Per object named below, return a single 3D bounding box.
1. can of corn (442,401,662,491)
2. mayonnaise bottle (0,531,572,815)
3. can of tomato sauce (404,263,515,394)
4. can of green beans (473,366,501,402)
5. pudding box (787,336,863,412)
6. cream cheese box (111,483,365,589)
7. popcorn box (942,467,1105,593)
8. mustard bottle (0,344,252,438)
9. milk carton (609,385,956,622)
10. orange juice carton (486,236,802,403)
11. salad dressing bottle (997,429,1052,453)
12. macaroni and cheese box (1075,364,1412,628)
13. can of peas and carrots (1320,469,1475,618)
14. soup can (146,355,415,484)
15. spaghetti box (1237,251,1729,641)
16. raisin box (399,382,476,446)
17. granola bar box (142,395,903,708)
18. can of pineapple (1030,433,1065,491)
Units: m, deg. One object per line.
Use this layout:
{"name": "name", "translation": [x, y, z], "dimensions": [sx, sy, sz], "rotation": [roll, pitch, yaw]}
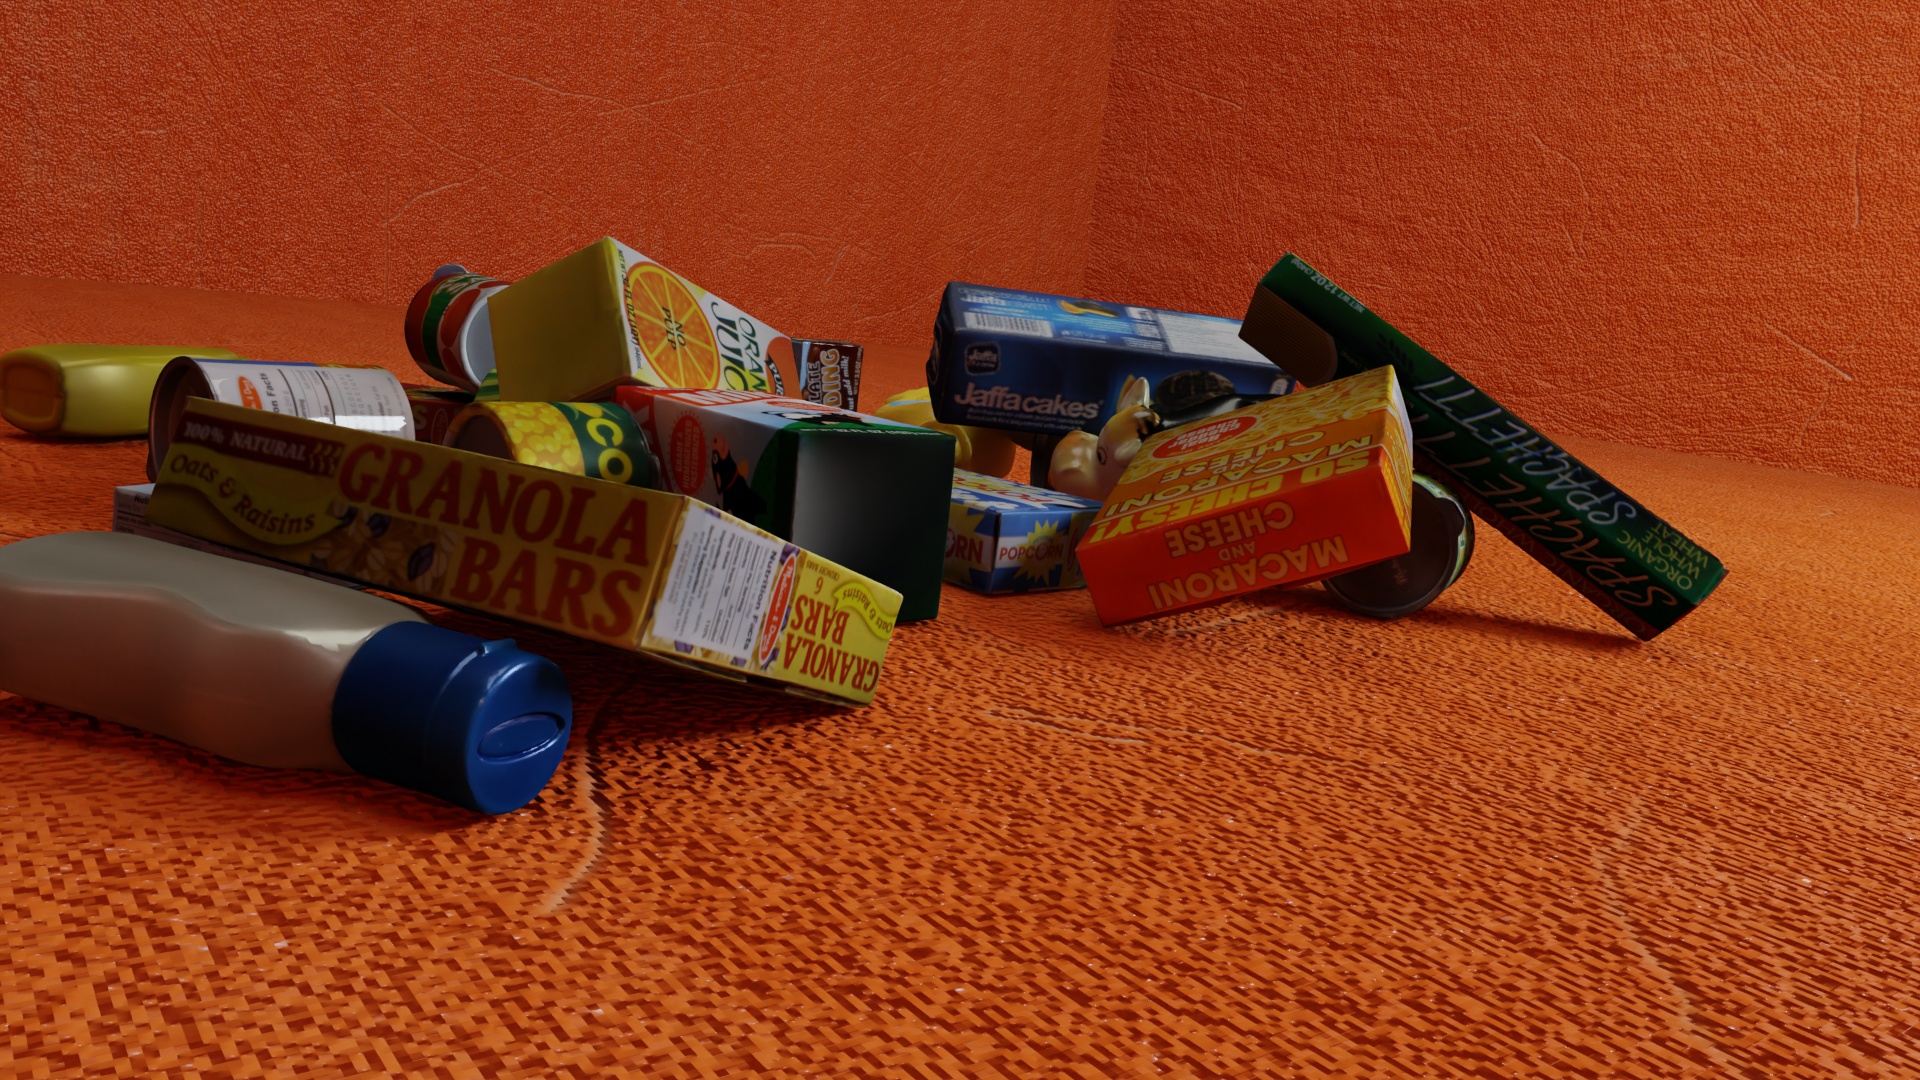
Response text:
{"name": "can of corn", "translation": [-0.161, -0.022, 0.543], "dimensions": [0.071, 0.071, 0.058], "rotation": [15, 14, 42]}
{"name": "mayonnaise bottle", "translation": [-0.163, 0.030, 0.330], "dimensions": [0.148, 0.041, 0.065], "rotation": [11, 7, 22]}
{"name": "can of tomato sauce", "translation": [-0.261, -0.115, 0.771], "dimensions": [0.071, 0.071, 0.083], "rotation": [-2, 14, -40]}
{"name": "can of green beans", "translation": [-0.210, -0.057, 0.717], "dimensions": [0.058, 0.071, 0.071], "rotation": [8, 10, 12]}
{"name": "pudding box", "translation": [-0.099, -0.098, 0.967], "dimensions": [0.050, 0.083, 0.030], "rotation": [0, 11, -33]}
{"name": "cream cheese box", "translation": [-0.250, -0.003, 0.504], "dimensions": [0.104, 0.024, 0.053], "rotation": [11, 12, 24]}
{"name": "popcorn box", "translation": [0.002, -0.008, 0.655], "dimensions": [0.085, 0.038, 0.127], "rotation": [-2, 12, -44]}
{"name": "mustard bottle", "translation": [-0.440, -0.083, 0.772], "dimensions": [0.065, 0.048, 0.160], "rotation": [11, 10, 21]}
{"name": "milk carton", "translation": [-0.089, -0.022, 0.573], "dimensions": [0.072, 0.073, 0.190], "rotation": [-2, 12, -37]}
{"name": "orange juice carton", "translation": [-0.137, -0.073, 0.693], "dimensions": [0.073, 0.072, 0.192], "rotation": [-21, -19, 21]}
{"name": "salad dressing bottle", "translation": [0.073, -0.072, 0.875], "dimensions": [0.147, 0.064, 0.044], "rotation": [35, 25, -31]}
{"name": "macaroni and cheese box", "translation": [0.129, -0.022, 0.597], "dimensions": [0.123, 0.040, 0.167], "rotation": [-16, 14, 23]}
{"name": "can of peas and carrots", "translation": [0.206, -0.001, 0.654], "dimensions": [0.071, 0.070, 0.059], "rotation": [11, 10, 27]}
{"name": "soup can", "translation": [-0.290, -0.043, 0.593], "dimensions": [0.071, 0.071, 0.084], "rotation": [14, 11, 37]}
{"name": "spaghetti box", "translation": [0.242, -0.047, 0.664], "dimensions": [0.250, 0.029, 0.050], "rotation": [41, -20, 16]}
{"name": "raisin box", "translation": [-0.302, -0.065, 0.785], "dimensions": [0.123, 0.040, 0.086], "rotation": [5, 11, -14]}
{"name": "granola bar box", "translation": [-0.117, 0.007, 0.393], "dimensions": [0.165, 0.039, 0.124], "rotation": [11, -8, 24]}
{"name": "can of pineapple", "translation": [0.077, -0.042, 0.824], "dimensions": [0.058, 0.071, 0.071], "rotation": [4, 10, -12]}
